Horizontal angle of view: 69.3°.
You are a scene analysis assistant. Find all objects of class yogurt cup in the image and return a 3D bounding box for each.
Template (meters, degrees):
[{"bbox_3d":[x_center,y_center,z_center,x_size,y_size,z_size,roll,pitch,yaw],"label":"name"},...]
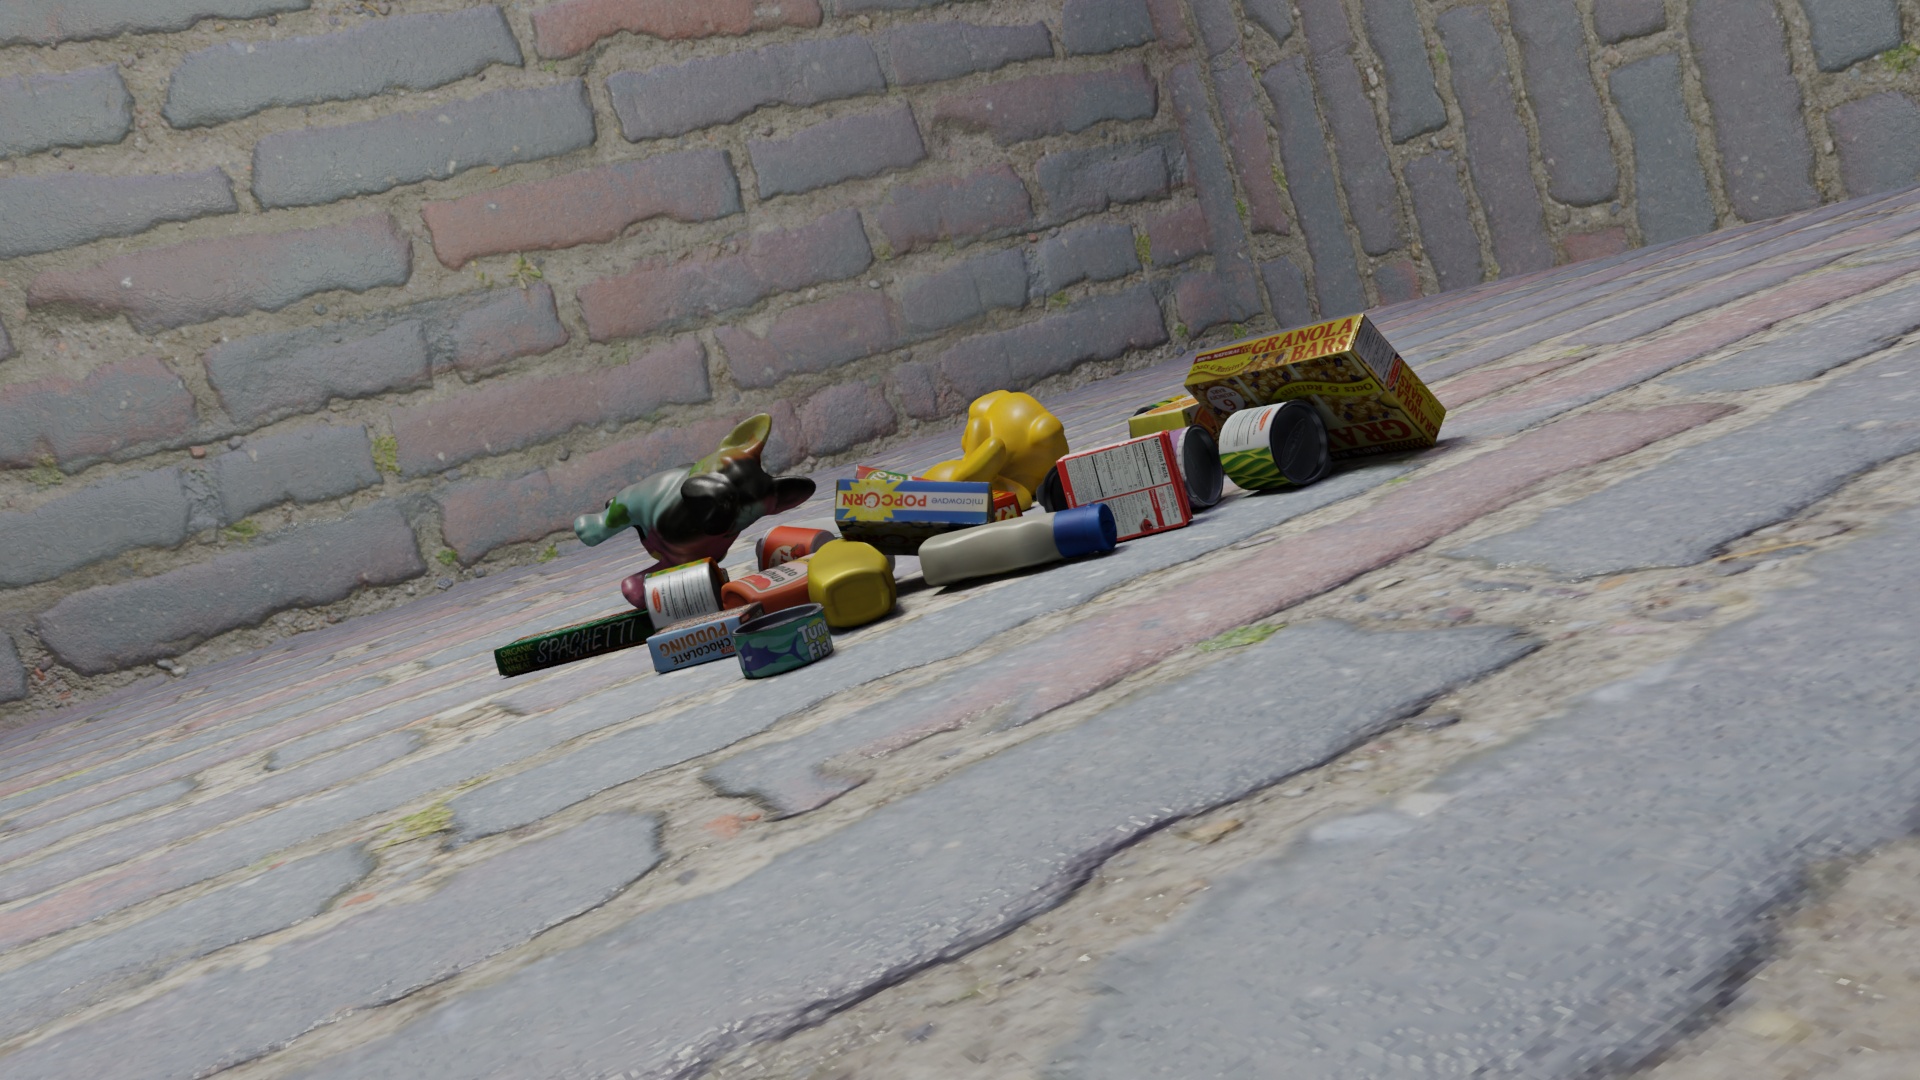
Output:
[{"bbox_3d":[-0.146,0.018,1.285,0.054,0.072,0.073,-4,12,28],"label":"yogurt cup"}]

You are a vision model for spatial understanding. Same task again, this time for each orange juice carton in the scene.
[{"bbox_3d":[0.256,-0.110,1.326,0.193,0.071,0.073,-22,10,-37],"label":"orange juice carton"}]

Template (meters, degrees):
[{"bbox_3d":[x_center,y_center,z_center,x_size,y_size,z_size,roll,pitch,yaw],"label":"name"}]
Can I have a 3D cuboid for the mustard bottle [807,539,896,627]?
[{"bbox_3d":[-0.090,0.028,1.093,0.065,0.048,0.160,-14,12,-7],"label":"mustard bottle"}]

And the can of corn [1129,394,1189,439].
[{"bbox_3d":[0.224,-0.116,1.463,0.058,0.071,0.071,-21,8,-36],"label":"can of corn"}]

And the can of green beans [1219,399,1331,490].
[{"bbox_3d":[0.246,-0.074,1.092,0.071,0.071,0.057,-21,7,-32],"label":"can of green beans"}]

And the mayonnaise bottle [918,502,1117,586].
[{"bbox_3d":[0.045,0.003,1.061,0.148,0.041,0.065,-12,2,27],"label":"mayonnaise bottle"}]

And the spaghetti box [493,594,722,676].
[{"bbox_3d":[-0.319,0.084,1.301,0.250,0.028,0.050,-14,6,16],"label":"spaghetti box"}]

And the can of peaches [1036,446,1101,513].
[{"bbox_3d":[0.108,-0.041,1.143,0.071,0.071,0.058,-11,8,38],"label":"can of peaches"}]

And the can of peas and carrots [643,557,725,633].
[{"bbox_3d":[-0.235,0.053,1.208,0.059,0.071,0.071,-15,7,2],"label":"can of peas and carrots"}]

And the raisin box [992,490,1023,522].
[{"bbox_3d":[0.005,-0.016,1.304,0.086,0.040,0.123,-17,6,-10],"label":"raisin box"}]

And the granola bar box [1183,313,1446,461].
[{"bbox_3d":[0.281,-0.113,1.114,0.165,0.124,0.039,-7,50,51],"label":"granola bar box"}]

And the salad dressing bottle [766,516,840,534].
[{"bbox_3d":[-0.127,-0.003,1.454,0.148,0.044,0.064,-11,-24,3],"label":"salad dressing bottle"}]

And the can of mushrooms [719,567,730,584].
[{"bbox_3d":[-0.263,0.052,1.399,0.071,0.033,0.071,-17,7,2],"label":"can of mushrooms"}]

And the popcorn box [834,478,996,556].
[{"bbox_3d":[-0.035,-0.017,1.141,0.127,0.038,0.085,2,-19,5],"label":"popcorn box"}]

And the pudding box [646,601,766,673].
[{"bbox_3d":[-0.197,0.076,1.087,0.083,0.030,0.050,-15,8,16],"label":"pudding box"}]

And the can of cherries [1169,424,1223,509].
[{"bbox_3d":[0.170,-0.055,1.119,0.058,0.071,0.072,-11,9,37],"label":"can of cherries"}]

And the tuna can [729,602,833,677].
[{"bbox_3d":[-0.121,0.068,0.961,0.071,0.032,0.071,-16,7,2],"label":"tuna can"}]

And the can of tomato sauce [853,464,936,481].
[{"bbox_3d":[-0.070,-0.037,1.397,0.083,0.071,0.071,11,5,-5],"label":"can of tomato sauce"}]

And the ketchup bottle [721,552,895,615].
[{"bbox_3d":[-0.125,0.035,1.180,0.149,0.043,0.065,-21,21,-34],"label":"ketchup bottle"}]
